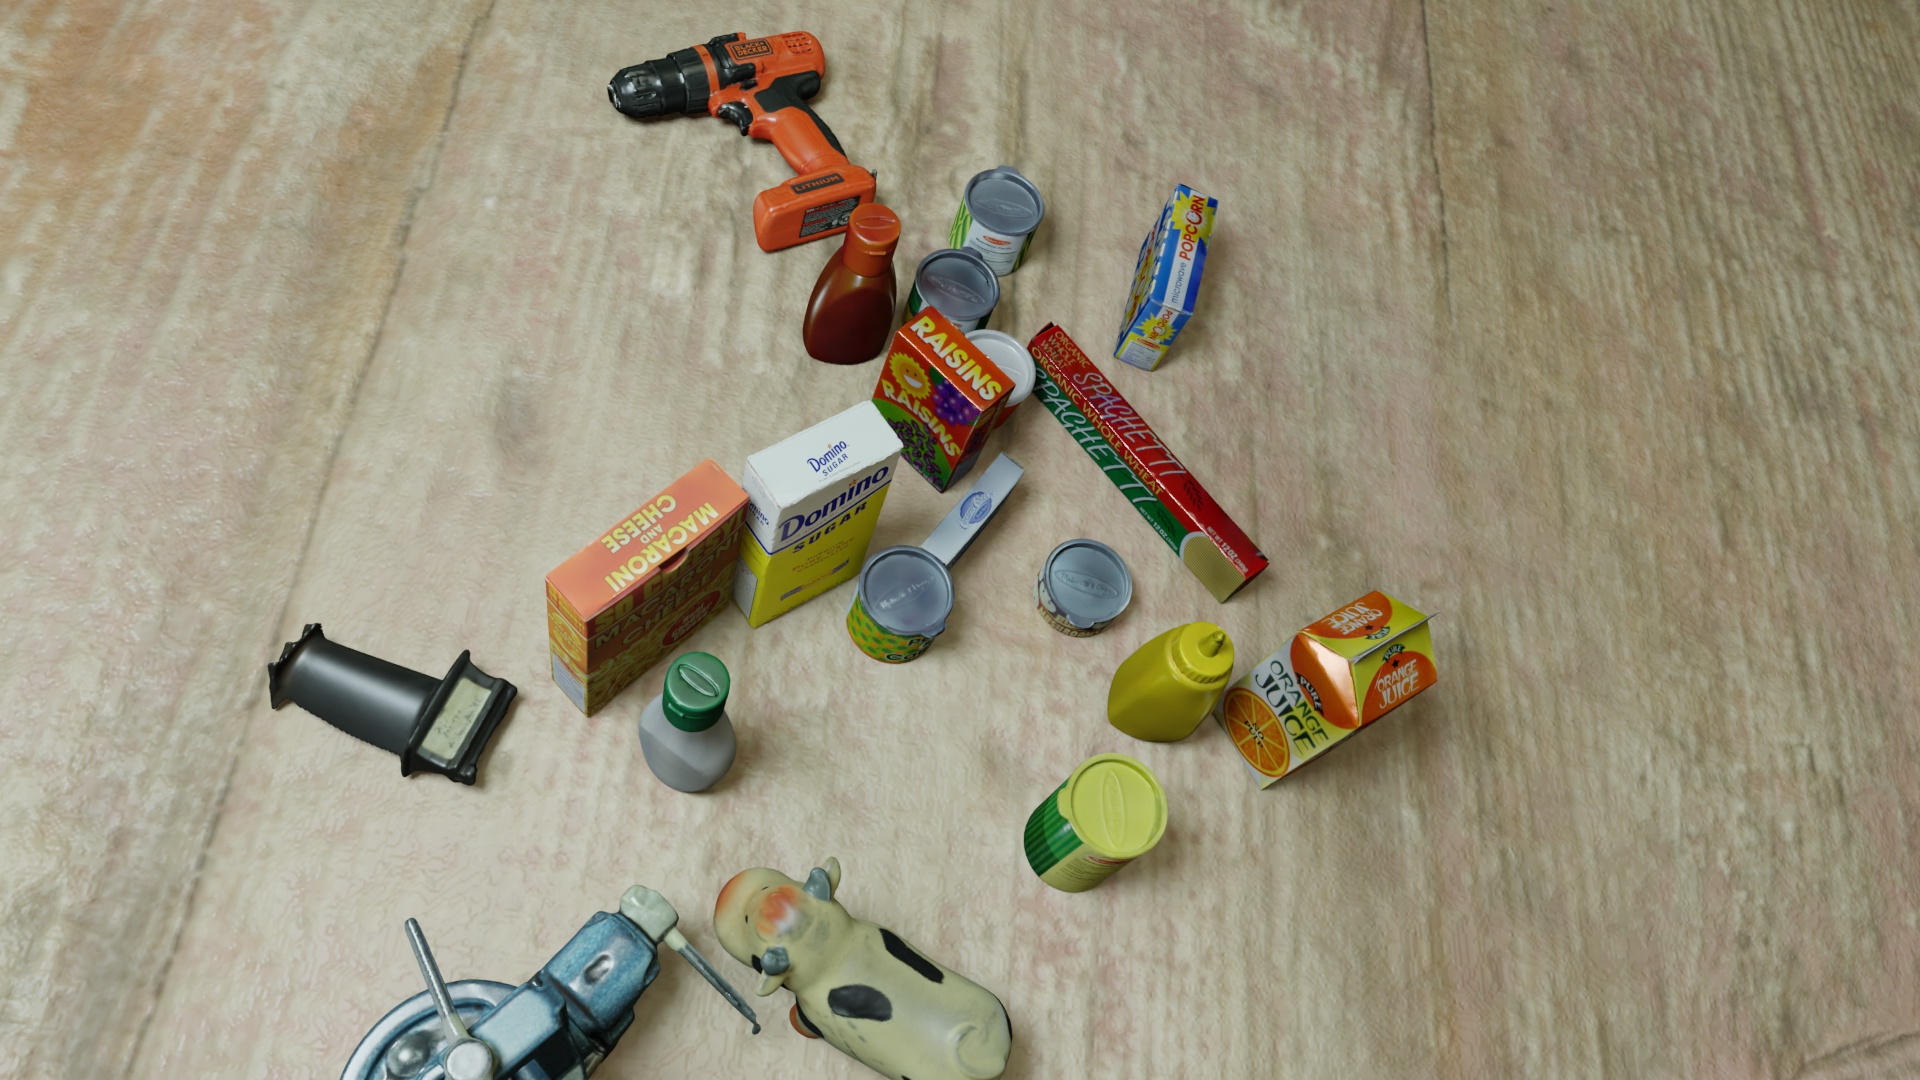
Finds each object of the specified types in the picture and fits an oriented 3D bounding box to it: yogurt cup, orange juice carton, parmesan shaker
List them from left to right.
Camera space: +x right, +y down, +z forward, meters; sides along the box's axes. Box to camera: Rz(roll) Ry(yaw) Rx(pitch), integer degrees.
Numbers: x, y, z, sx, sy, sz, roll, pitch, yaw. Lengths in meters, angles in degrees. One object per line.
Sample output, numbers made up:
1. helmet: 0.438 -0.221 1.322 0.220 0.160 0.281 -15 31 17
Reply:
1. yogurt cup: 0.018 -0.119 1.057 0.072 0.053 0.072 6 63 -12
2. parmesan shaker: 0.082 0.183 0.895 0.071 0.102 0.071 6 63 -12
3. orange juice carton: 0.248 0.096 0.932 0.072 0.191 0.073 -23 72 -24

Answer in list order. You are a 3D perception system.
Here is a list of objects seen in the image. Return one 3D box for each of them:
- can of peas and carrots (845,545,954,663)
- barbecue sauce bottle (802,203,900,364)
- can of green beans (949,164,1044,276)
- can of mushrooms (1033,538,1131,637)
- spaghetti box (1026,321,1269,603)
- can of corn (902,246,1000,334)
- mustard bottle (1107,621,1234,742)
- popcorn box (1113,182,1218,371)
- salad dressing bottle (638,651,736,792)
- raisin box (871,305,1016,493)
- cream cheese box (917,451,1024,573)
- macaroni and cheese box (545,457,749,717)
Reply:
1. can of peas and carrots: -0.041 0.047 0.956 0.071 0.058 0.071 6 63 -12
2. barbecue sauce bottle: -0.075 -0.184 1.011 0.065 0.148 0.044 -4 66 -17
3. can of green beans: 0.029 -0.257 1.126 0.071 0.057 0.071 6 63 -12
4. can of mushrooms: 0.088 0.037 1.009 0.071 0.033 0.071 6 63 -12
5. spaghetti box: 0.135 -0.061 1.061 0.029 0.050 0.250 -34 77 -26
6. can of corn: -0.007 -0.185 1.080 0.071 0.058 0.071 6 63 -12
7. mustard bottle: 0.147 0.090 0.927 0.065 0.159 0.049 18 61 -6
8. popcorn box: 0.166 -0.212 1.125 0.038 0.085 0.127 20 61 -5
9. salad dressing bottle: -0.163 0.110 0.841 0.064 0.147 0.044 37 61 5
10. raisin box: -0.016 -0.099 0.998 0.086 0.122 0.040 45 62 9
11. cream cheese box: 0.004 -0.013 1.000 0.024 0.053 0.104 37 61 5
12. macaroni and cheese box: -0.194 0.033 0.861 0.040 0.165 0.124 45 62 9
